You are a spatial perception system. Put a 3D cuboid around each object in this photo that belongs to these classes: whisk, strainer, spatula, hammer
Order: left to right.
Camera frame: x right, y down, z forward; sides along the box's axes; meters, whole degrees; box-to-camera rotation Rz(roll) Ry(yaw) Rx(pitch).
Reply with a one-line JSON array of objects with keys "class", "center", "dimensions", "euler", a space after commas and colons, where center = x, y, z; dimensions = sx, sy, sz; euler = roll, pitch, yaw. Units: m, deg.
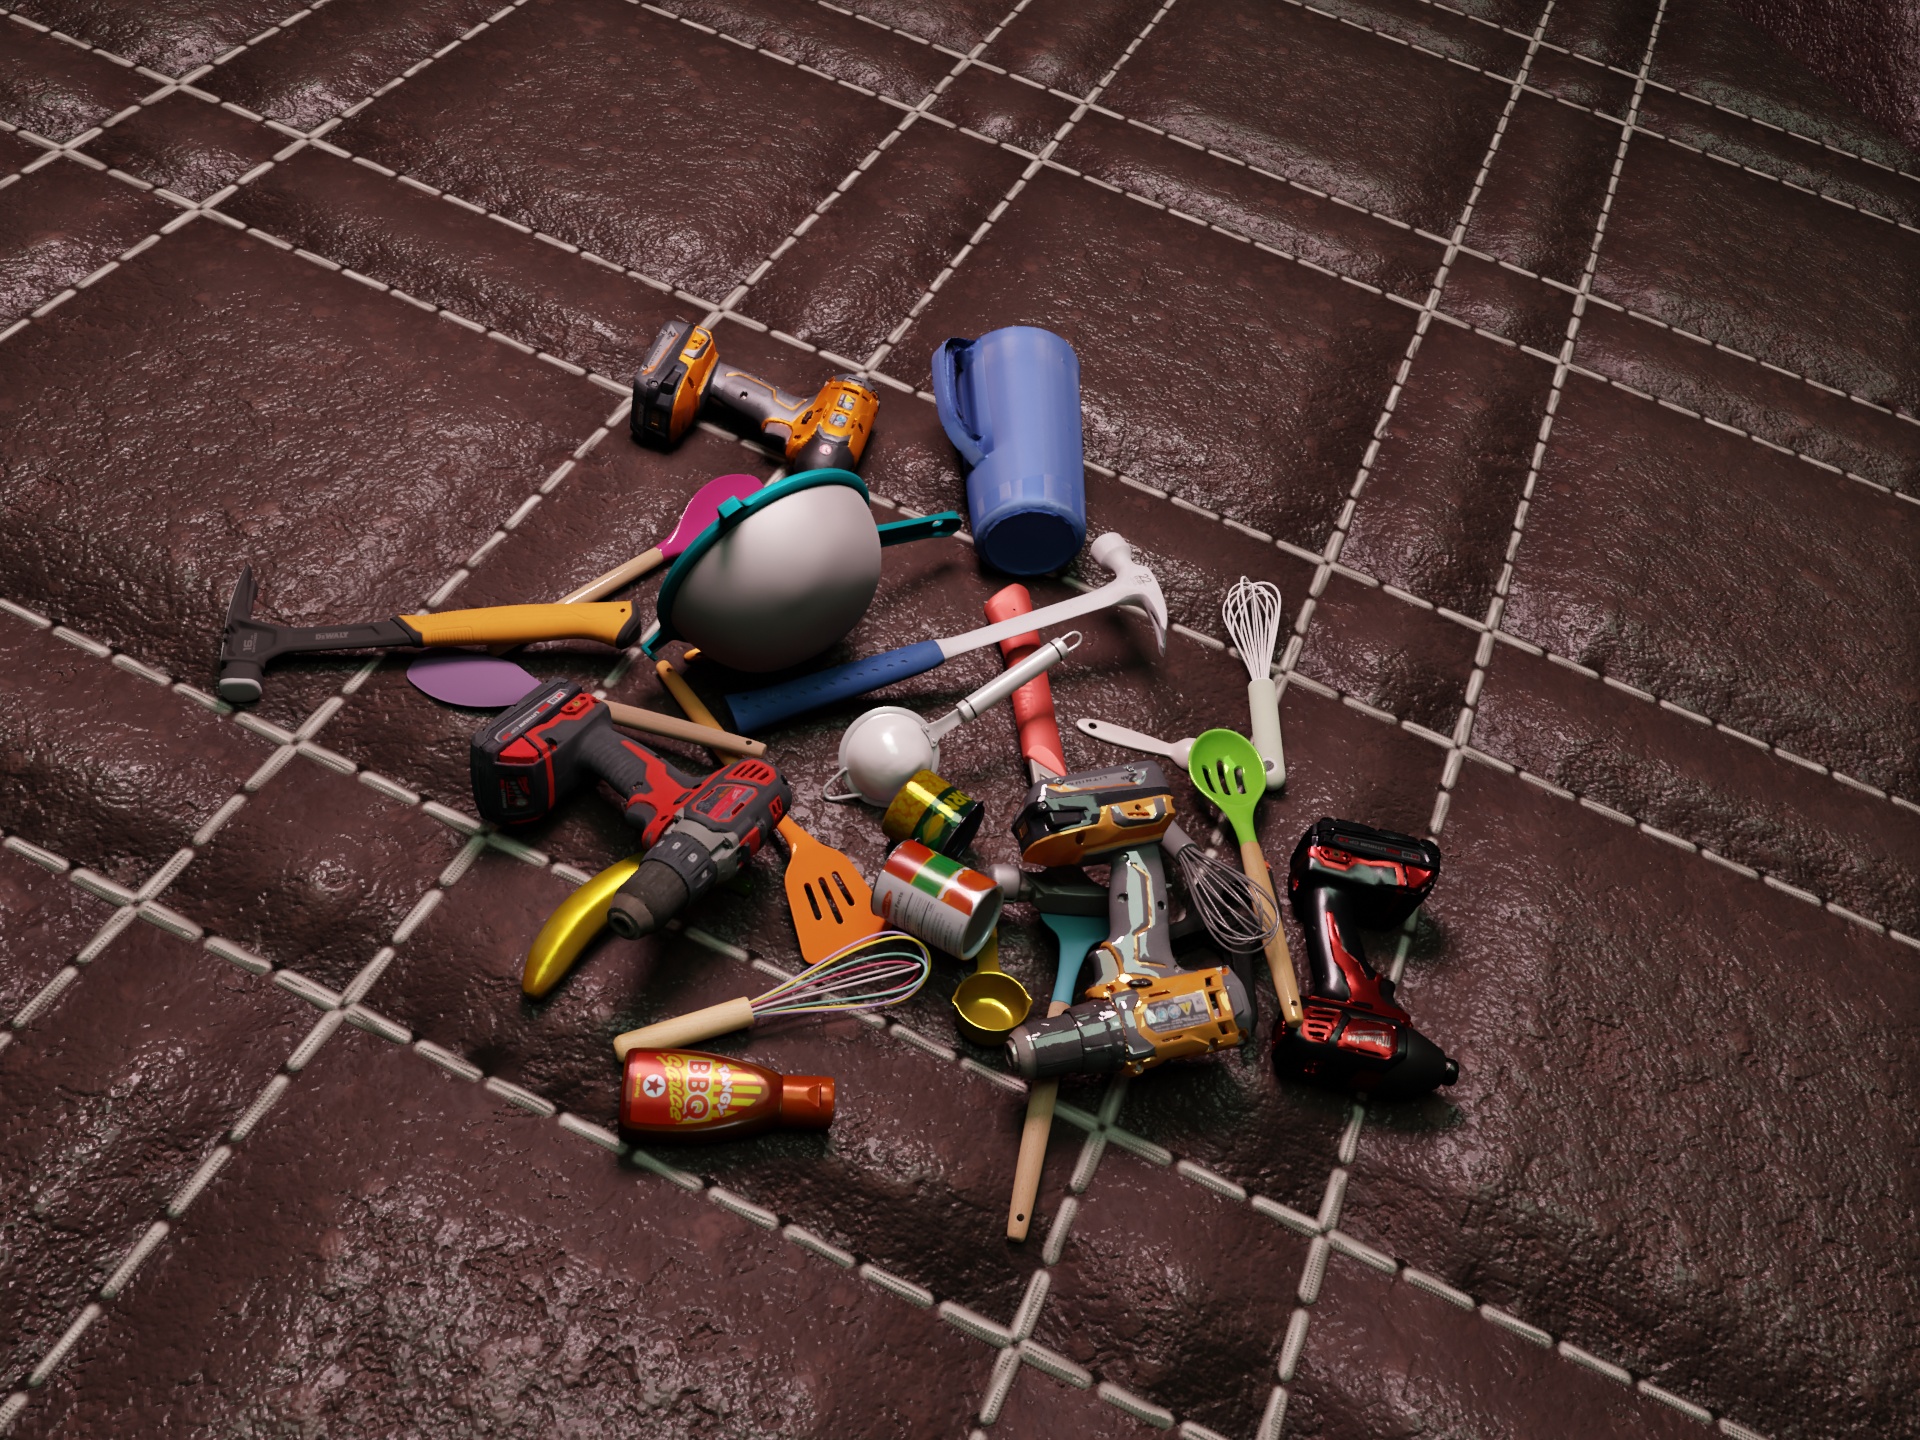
[{"class": "hammer", "center": [-0.441, -0.082, 1.344], "dimensions": [0.337, 0.034, 0.127], "euler": [-3, 54, -10]}, {"class": "spatula", "center": [-0.313, -0.011, 1.327], "dimensions": [0.316, 0.018, 0.060], "euler": [14, 49, 8]}, {"class": "spatula", "center": [-0.171, 0.062, 1.312], "dimensions": [0.081, 0.041, 0.323], "euler": [-21, 54, -30]}, {"class": "whisk", "center": [-0.134, 0.213, 1.181], "dimensions": [0.245, 0.047, 0.051], "euler": [-14, 43, -18]}, {"class": "strainer", "center": [-0.099, -0.121, 1.382], "dimensions": [0.340, 0.211, 0.095], "euler": [-19, 66, -44]}, {"class": "hammer", "center": [-0.007, -0.061, 1.398], "dimensions": [0.405, 0.035, 0.144], "euler": [-19, 48, -15]}, {"class": "strainer", "center": [-0.002, -0.004, 1.335], "dimensions": [0.258, 0.050, 0.086], "euler": [-34, 107, -11]}, {"class": "hammer", "center": [0.078, 0.016, 1.383], "dimensions": [0.149, 0.036, 0.359], "euler": [3, 46, -12]}, {"class": "spatula", "center": [0.072, 0.246, 1.212], "dimensions": [0.082, 0.044, 0.318], "euler": [15, 53, 1]}, {"class": "whisk", "center": [0.183, 0.111, 1.300], "dimensions": [0.055, 0.055, 0.239], "euler": [-11, 33, -21]}, {"class": "whisk", "center": [0.281, -0.038, 1.488], "dimensions": [0.058, 0.059, 0.247], "euler": [-16, 50, 22]}]

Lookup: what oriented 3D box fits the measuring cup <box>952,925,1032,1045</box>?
[{"class": "measuring cup", "center": [0.019, 0.191, 1.249], "dimensions": [0.062, 0.029, 0.157], "euler": [2, 38, -8]}]

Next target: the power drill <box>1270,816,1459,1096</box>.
[{"class": "power drill", "center": [0.328, 0.196, 1.279], "dimensions": [0.143, 0.078, 0.220], "euler": [13, 52, -1]}]

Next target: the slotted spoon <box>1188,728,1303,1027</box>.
[{"class": "slotted spoon", "center": [0.240, 0.123, 1.307], "dimensions": [0.070, 0.031, 0.314], "euler": [2, 42, -7]}]

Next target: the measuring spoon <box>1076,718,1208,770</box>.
[{"class": "measuring spoon", "center": [0.165, 0.016, 1.429], "dimensions": [0.124, 0.018, 0.034], "euler": [16, 49, 1]}]

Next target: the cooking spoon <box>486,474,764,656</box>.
[{"class": "cooking spoon", "center": [-0.296, -0.140, 1.449], "dimensions": [0.319, 0.017, 0.068], "euler": [-37, 103, -32]}]

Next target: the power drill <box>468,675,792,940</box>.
[{"class": "power drill", "center": [-0.265, 0.069, 1.210], "dimensions": [0.227, 0.080, 0.188], "euler": [22, 40, 18]}]

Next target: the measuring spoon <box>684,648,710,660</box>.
[{"class": "measuring spoon", "center": [-0.190, -0.066, 1.424], "dimensions": [0.117, 0.011, 0.021], "euler": [-14, 39, -19]}]

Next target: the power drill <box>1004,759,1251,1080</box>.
[{"class": "power drill", "center": [0.102, 0.157, 1.201], "dimensions": [0.185, 0.084, 0.226], "euler": [-10, 70, -16]}]

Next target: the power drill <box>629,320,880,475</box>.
[{"class": "power drill", "center": [-0.206, -0.298, 1.572], "dimensions": [0.226, 0.084, 0.164], "euler": [18, 50, -2]}]
